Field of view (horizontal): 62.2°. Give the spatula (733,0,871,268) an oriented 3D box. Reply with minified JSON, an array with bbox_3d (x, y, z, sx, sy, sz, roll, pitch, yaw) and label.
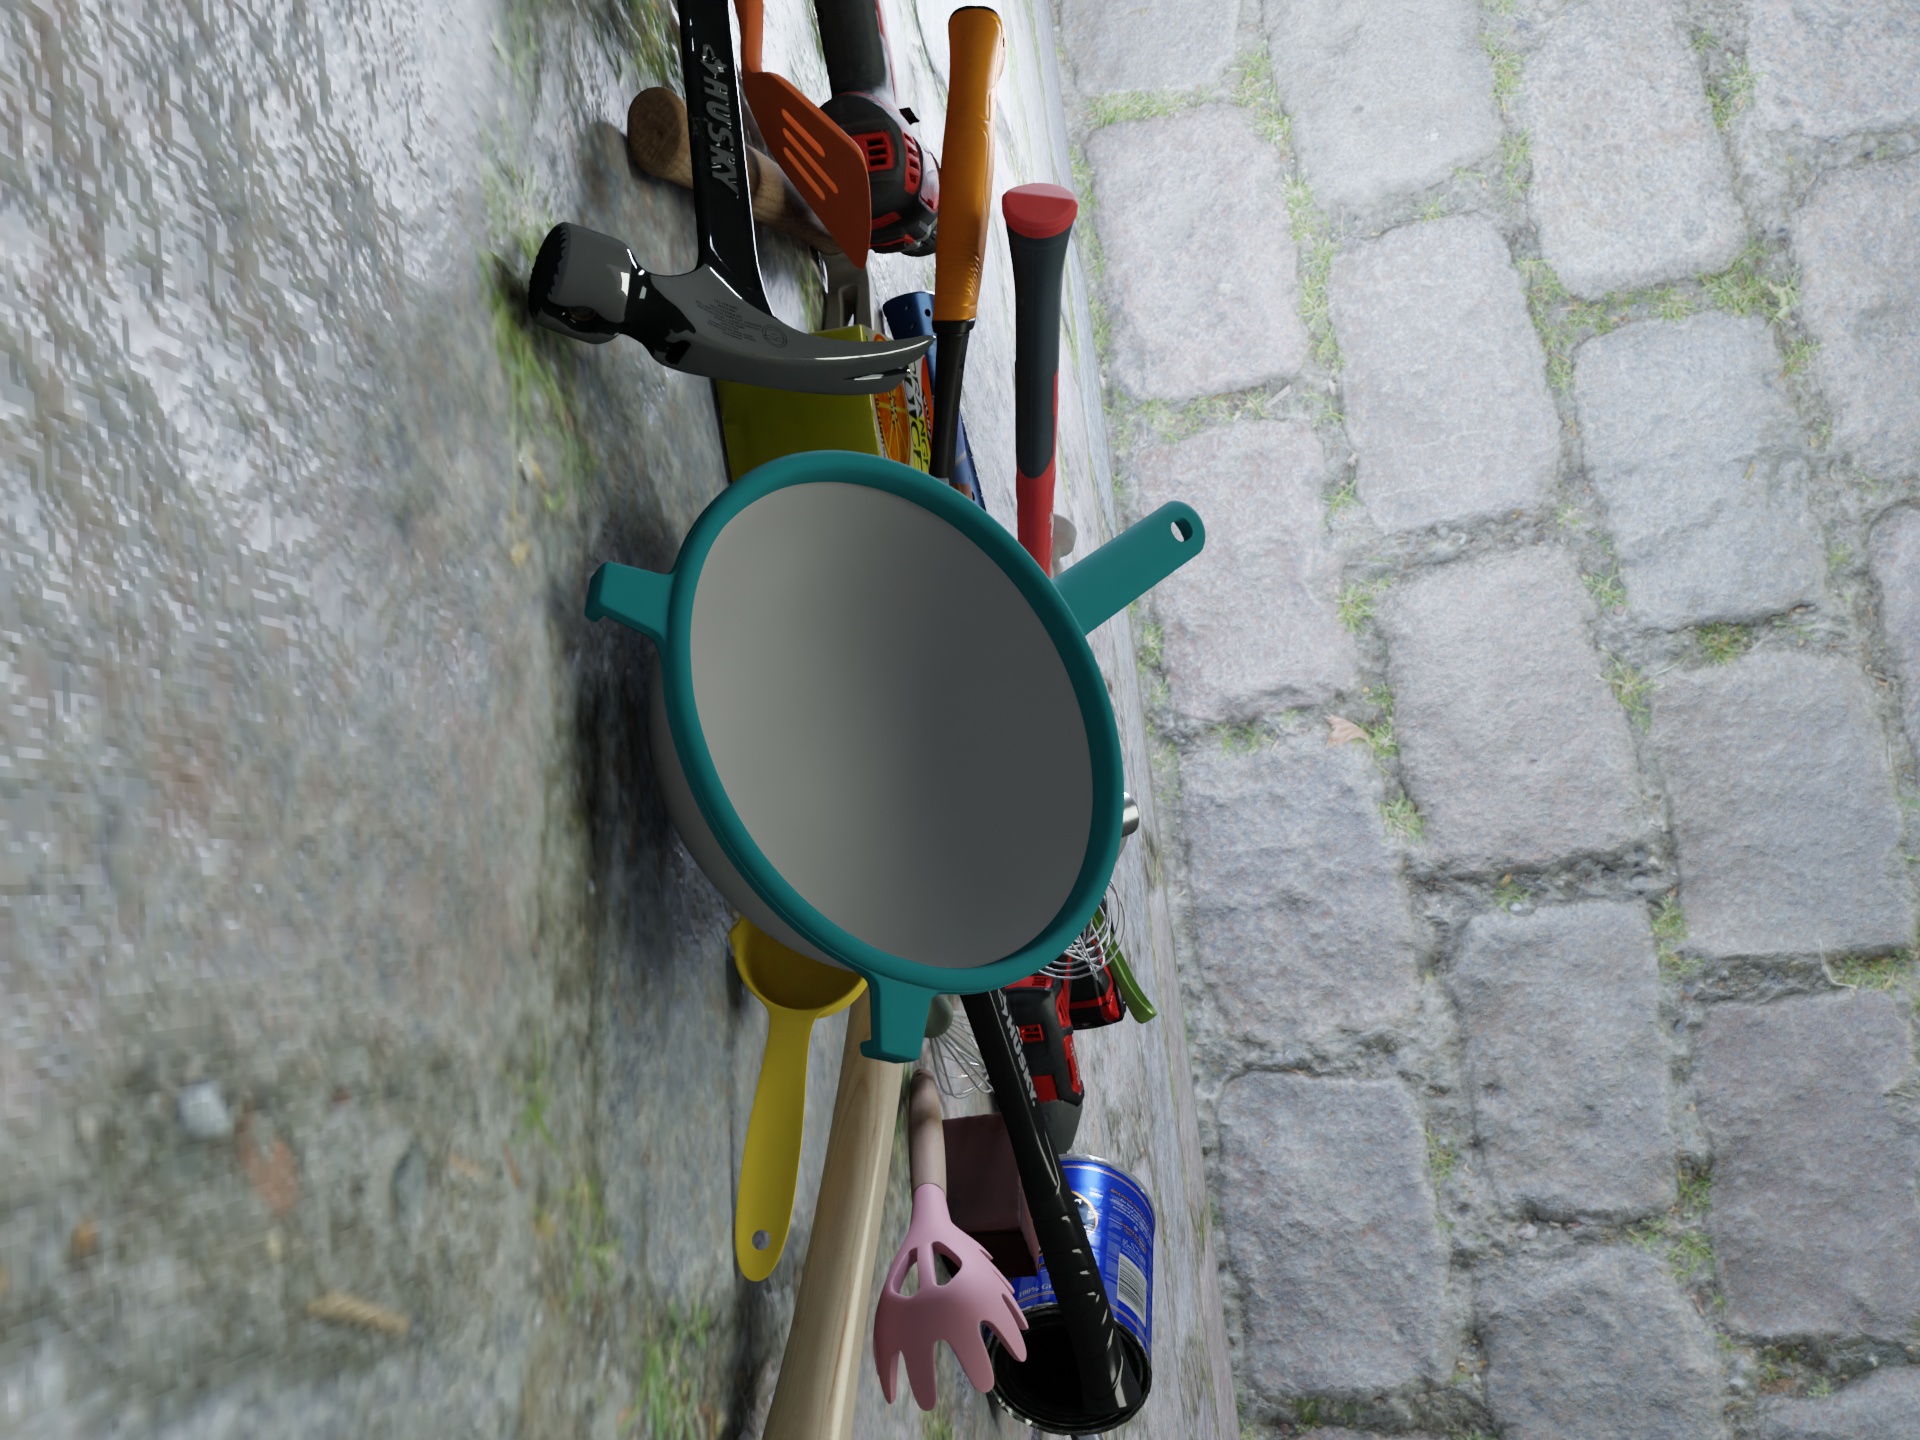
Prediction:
[{"bbox_3d":[-0.096,-0.363,0.748,0.081,0.041,0.323,102,-25,-71],"label":"spatula"}]

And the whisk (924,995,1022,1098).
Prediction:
[{"bbox_3d":[-0.014,0.167,0.882,0.058,0.059,0.246,46,-5,31],"label":"whisk"}]

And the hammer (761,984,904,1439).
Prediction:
[{"bbox_3d":[-0.033,0.137,0.660,0.146,0.038,0.411,-52,-158,44],"label":"hammer"}]

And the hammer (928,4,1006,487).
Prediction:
[{"bbox_3d":[-0.003,-0.220,0.779,0.127,0.034,0.337,70,22,-66],"label":"hammer"}]

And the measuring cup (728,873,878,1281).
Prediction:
[{"bbox_3d":[-0.068,0.139,0.629,0.029,0.062,0.157,81,15,-70],"label":"measuring cup"}]

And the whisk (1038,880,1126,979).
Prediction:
[{"bbox_3d":[0.026,0.036,0.985,0.070,0.070,0.285,63,2,-59],"label":"whisk"}]

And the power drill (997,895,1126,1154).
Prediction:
[{"bbox_3d":[0.069,0.222,1.179,0.220,0.078,0.143,-56,136,-70],"label":"power drill"}]

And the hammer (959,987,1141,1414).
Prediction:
[{"bbox_3d":[0.042,0.233,0.871,0.146,0.035,0.334,-51,126,-68],"label":"hammer"}]

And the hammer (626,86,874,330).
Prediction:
[{"bbox_3d":[-0.095,-0.263,0.807,0.331,0.031,0.130,-43,123,-76],"label":"hammer"}]

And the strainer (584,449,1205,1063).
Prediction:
[{"bbox_3d":[-0.007,-0.015,0.660,0.340,0.095,0.211,-36,95,-47],"label":"strainer"}]

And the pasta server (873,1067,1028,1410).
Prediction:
[{"bbox_3d":[-0.013,0.217,0.731,0.316,0.060,0.040,-122,-166,-86],"label":"pasta server"}]

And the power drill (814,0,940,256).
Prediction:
[{"bbox_3d":[-0.047,-0.363,0.852,0.188,0.080,0.226,-32,115,-77],"label":"power drill"}]

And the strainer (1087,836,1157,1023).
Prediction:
[{"bbox_3d":[0.103,0.098,1.180,0.151,0.069,0.257,30,30,-55],"label":"strainer"}]

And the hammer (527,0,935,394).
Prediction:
[{"bbox_3d":[-0.101,-0.297,0.653,0.149,0.036,0.409,12,55,-32],"label":"hammer"}]

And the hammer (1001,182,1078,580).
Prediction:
[{"bbox_3d":[0.041,-0.148,0.915,0.386,0.038,0.143,85,17,-65],"label":"hammer"}]

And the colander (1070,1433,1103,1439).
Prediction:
[{"bbox_3d":[0.070,0.533,0.969,0.397,0.094,0.204,-118,-167,-66],"label":"colander"}]

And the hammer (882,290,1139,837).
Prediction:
[{"bbox_3d":[0.013,-0.097,1.106,0.144,0.035,0.405,-16,91,-35],"label":"hammer"}]
